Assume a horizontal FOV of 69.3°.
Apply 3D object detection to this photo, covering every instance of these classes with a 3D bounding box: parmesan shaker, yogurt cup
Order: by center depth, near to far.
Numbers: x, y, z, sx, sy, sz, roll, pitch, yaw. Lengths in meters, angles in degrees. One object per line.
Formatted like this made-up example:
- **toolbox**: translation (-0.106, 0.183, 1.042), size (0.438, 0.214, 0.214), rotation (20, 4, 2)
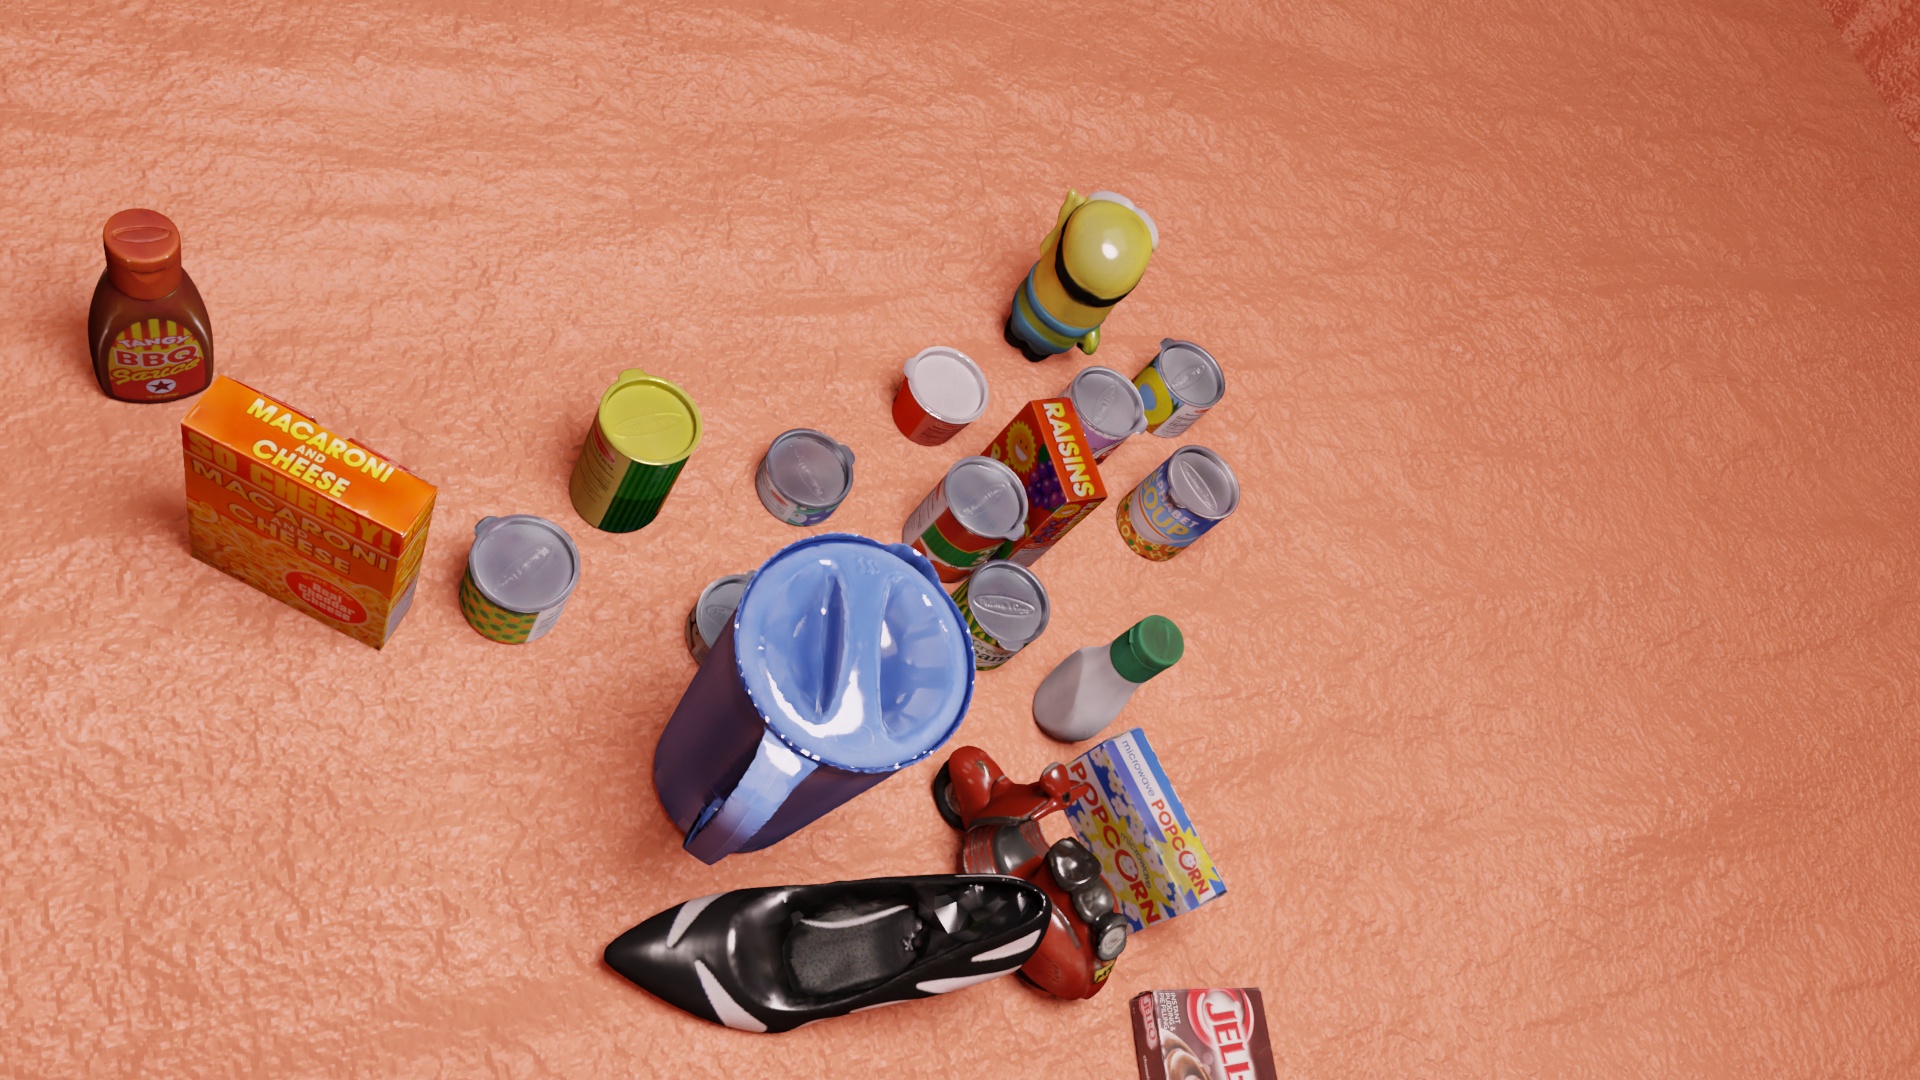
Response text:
- **parmesan shaker**: translation (-0.218, -0.058, 0.923), size (0.071, 0.102, 0.071), rotation (12, 60, -21)
- **yogurt cup**: translation (-0.019, -0.109, 1.083), size (0.072, 0.053, 0.073), rotation (12, 60, -21)

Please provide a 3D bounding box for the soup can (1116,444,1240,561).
- **soup can**: translation (0.172, -0.028, 1.119), size (0.071, 0.083, 0.071), rotation (12, 60, -21)

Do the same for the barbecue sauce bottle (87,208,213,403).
- **barbecue sauce bottle**: translation (-0.471, -0.134, 0.806), size (0.065, 0.148, 0.044), rotation (-11, 70, -31)

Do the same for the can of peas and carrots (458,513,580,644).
- **can of peas and carrots**: translation (-0.280, 0.024, 0.874), size (0.071, 0.058, 0.071), rotation (12, 60, -21)

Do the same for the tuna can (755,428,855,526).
- **tuna can**: translation (-0.112, -0.047, 1.014), size (0.071, 0.032, 0.071), rotation (12, 60, -21)

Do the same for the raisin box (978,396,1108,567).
- **raisin box**: translation (0.053, -0.040, 1.040), size (0.040, 0.122, 0.086), rotation (-6, 68, -30)

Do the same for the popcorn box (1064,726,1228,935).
- **popcorn box**: translation (0.121, 0.203, 0.968), size (0.038, 0.085, 0.127), rotation (-18, 74, -33)

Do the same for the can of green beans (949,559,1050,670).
- **can of green beans**: translation (0.023, 0.055, 1.014), size (0.071, 0.057, 0.071), rotation (12, 60, -21)

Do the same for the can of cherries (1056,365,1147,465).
- **can of cherries**: translation (0.110, -0.099, 1.140), size (0.071, 0.058, 0.072), rotation (12, 60, -21)

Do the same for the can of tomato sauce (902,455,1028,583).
- **can of tomato sauce**: translation (0.004, -0.013, 1.025), size (0.071, 0.082, 0.071), rotation (12, 60, -21)

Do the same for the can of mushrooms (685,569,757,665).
- **can of mushrooms**: translation (-0.150, 0.057, 0.939), size (0.071, 0.033, 0.071), rotation (12, 60, -21)

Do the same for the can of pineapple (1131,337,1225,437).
- **can of pineapple**: translation (0.184, -0.131, 1.196), size (0.071, 0.057, 0.071), rotation (12, 60, -21)

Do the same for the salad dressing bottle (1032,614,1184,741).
- **salad dressing bottle**: translation (0.103, 0.096, 0.977), size (0.044, 0.147, 0.064), rotation (20, 57, -17)

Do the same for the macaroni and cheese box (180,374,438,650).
- **macaroni and cheese box**: translation (-0.367, -0.011, 0.781), size (0.124, 0.165, 0.040), rotation (29, 55, -11)
